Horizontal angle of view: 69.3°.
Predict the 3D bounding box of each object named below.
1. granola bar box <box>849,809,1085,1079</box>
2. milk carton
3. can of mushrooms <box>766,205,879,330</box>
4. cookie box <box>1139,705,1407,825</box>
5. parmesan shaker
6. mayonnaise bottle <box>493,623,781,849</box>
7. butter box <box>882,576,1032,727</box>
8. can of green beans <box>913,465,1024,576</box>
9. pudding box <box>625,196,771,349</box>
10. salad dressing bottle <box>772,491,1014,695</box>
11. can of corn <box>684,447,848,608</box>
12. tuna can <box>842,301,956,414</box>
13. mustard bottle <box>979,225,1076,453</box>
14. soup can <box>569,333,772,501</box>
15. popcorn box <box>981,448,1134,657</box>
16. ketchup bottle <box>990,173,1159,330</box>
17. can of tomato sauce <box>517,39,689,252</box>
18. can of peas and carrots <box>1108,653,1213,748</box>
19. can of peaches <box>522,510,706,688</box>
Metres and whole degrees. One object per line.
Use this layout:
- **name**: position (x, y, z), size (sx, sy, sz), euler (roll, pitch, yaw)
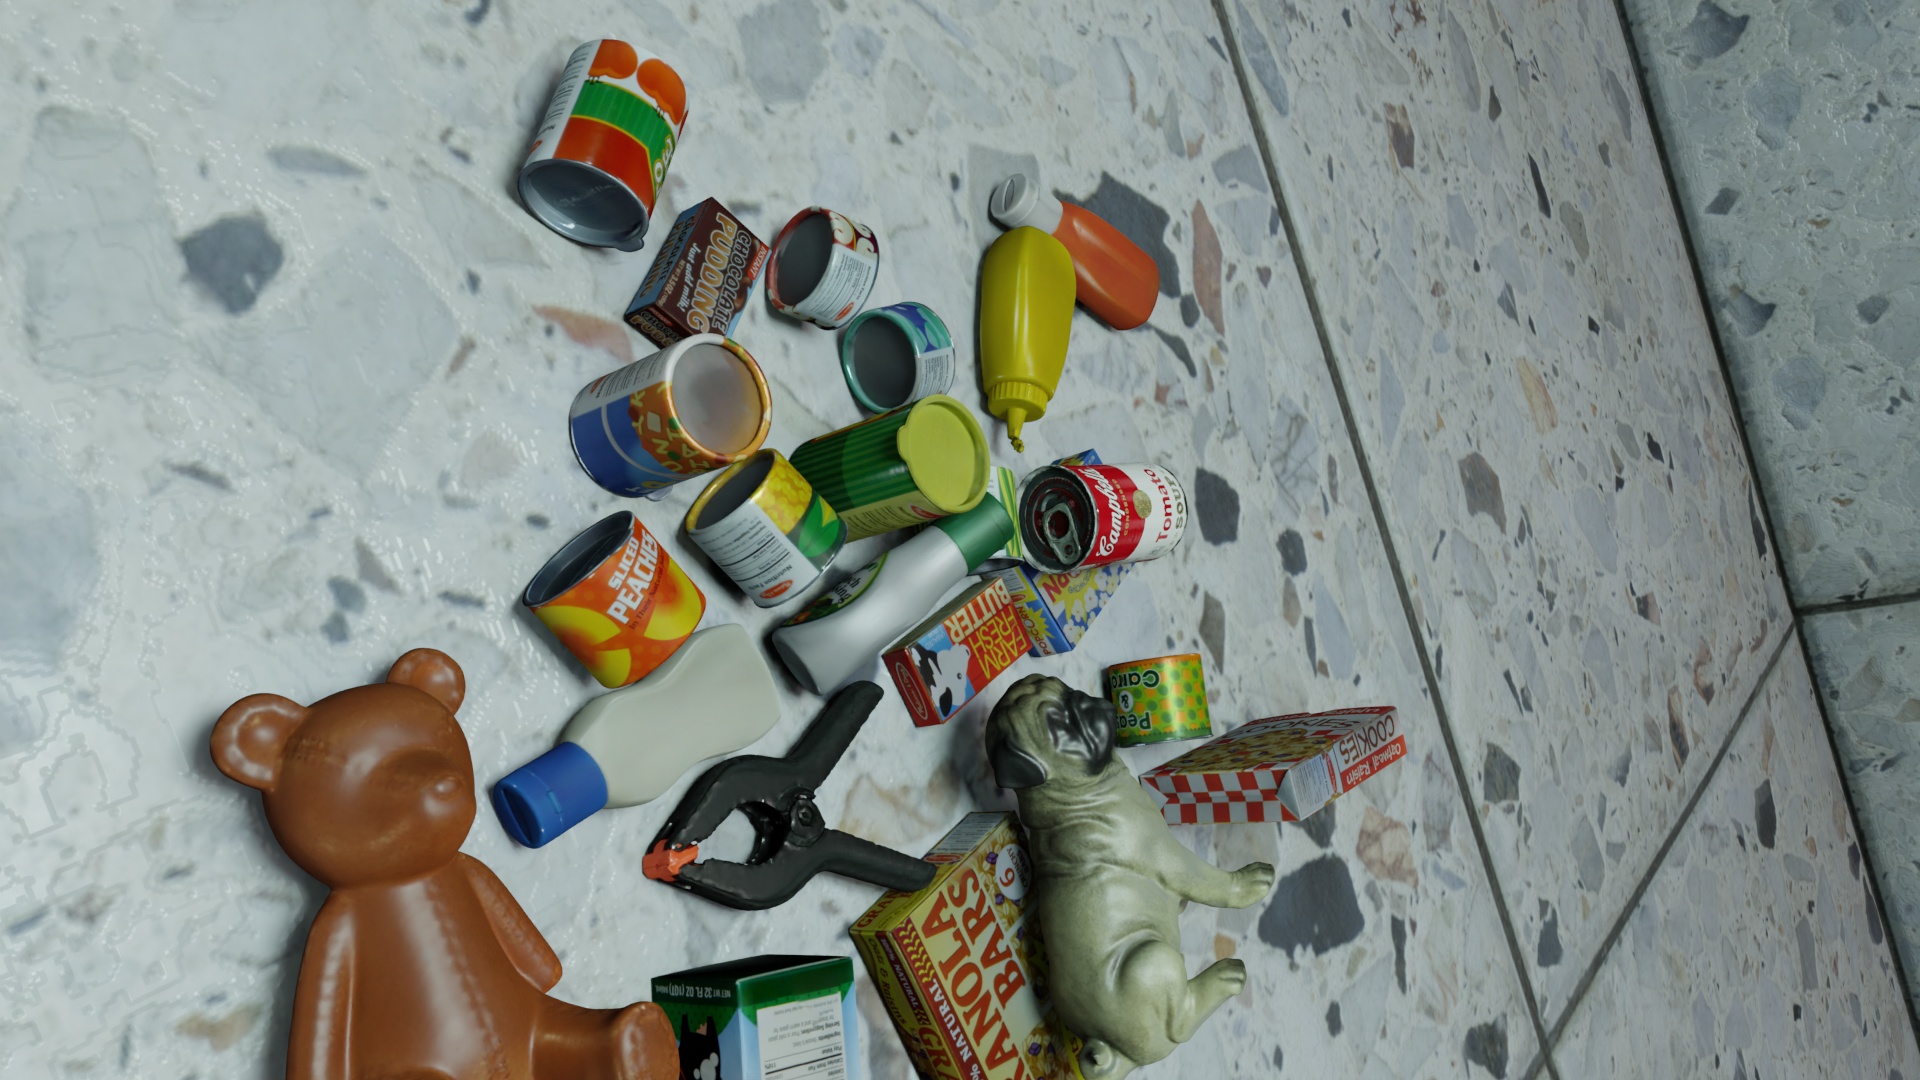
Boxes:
- **granola bar box**: position (0.018, 0.262, 0.815), size (0.125, 0.039, 0.165), euler (-35, 104, -45)
- **milk carton**: position (-0.093, 0.301, 0.663), size (0.073, 0.072, 0.191), euler (6, 74, -46)
- **can of mushrooms**: position (-0.082, -0.160, 0.808), size (0.033, 0.071, 0.071), euler (16, 68, -42)
- **cookie box**: position (0.228, 0.161, 1.003), size (0.168, 0.122, 0.040), euler (-13, 90, -47)
- **parmesan shaker**: position (-0.045, -0.039, 0.785), size (0.071, 0.103, 0.071), euler (15, 68, -44)
- **mayonnaise bottle**: position (-0.156, 0.096, 0.677), size (0.149, 0.041, 0.064), euler (-31, 101, -45)
- **butter box**: position (0.000, 0.068, 0.861), size (0.104, 0.024, 0.053), euler (-35, 105, -46)
- **can of green beans**: position (0.003, -0.011, 0.855), size (0.071, 0.071, 0.058), euler (4, 76, -46)
- **pudding box**: position (-0.142, -0.141, 0.763), size (0.049, 0.030, 0.084), euler (41, 52, -33)
- **salad dressing bottle**: position (-0.035, 0.026, 0.780), size (0.148, 0.064, 0.044), euler (-37, 100, -20)
- **can of corn**: position (-0.104, -0.009, 0.743), size (0.058, 0.071, 0.071), euler (49, 49, -26)
- **tuna can**: position (-0.040, -0.111, 0.840), size (0.033, 0.071, 0.071), euler (-22, 96, -47)
- **mustard bottle**: position (0.042, -0.133, 0.942), size (0.065, 0.048, 0.161), euler (26, 62, -40)
- **soup can**: position (-0.144, -0.060, 0.700), size (0.071, 0.083, 0.071), euler (15, 69, -44)
- **popcorn box**: position (0.070, 0.008, 0.941), size (0.085, 0.038, 0.127), euler (57, 46, -17)
- **ketchup bottle**: position (0.085, -0.214, 1.014), size (0.148, 0.043, 0.065), euler (29, 59, -38)
- **can of tomato sauce**: position (-0.180, -0.203, 0.714), size (0.071, 0.071, 0.083), euler (33, 56, -37)
- **can of peas and carrots**: position (0.137, 0.111, 0.963), size (0.071, 0.071, 0.059), euler (2, 77, -46)
- **can of peaches**: position (-0.163, 0.028, 0.665), size (0.058, 0.071, 0.071), euler (54, 47, -24)
